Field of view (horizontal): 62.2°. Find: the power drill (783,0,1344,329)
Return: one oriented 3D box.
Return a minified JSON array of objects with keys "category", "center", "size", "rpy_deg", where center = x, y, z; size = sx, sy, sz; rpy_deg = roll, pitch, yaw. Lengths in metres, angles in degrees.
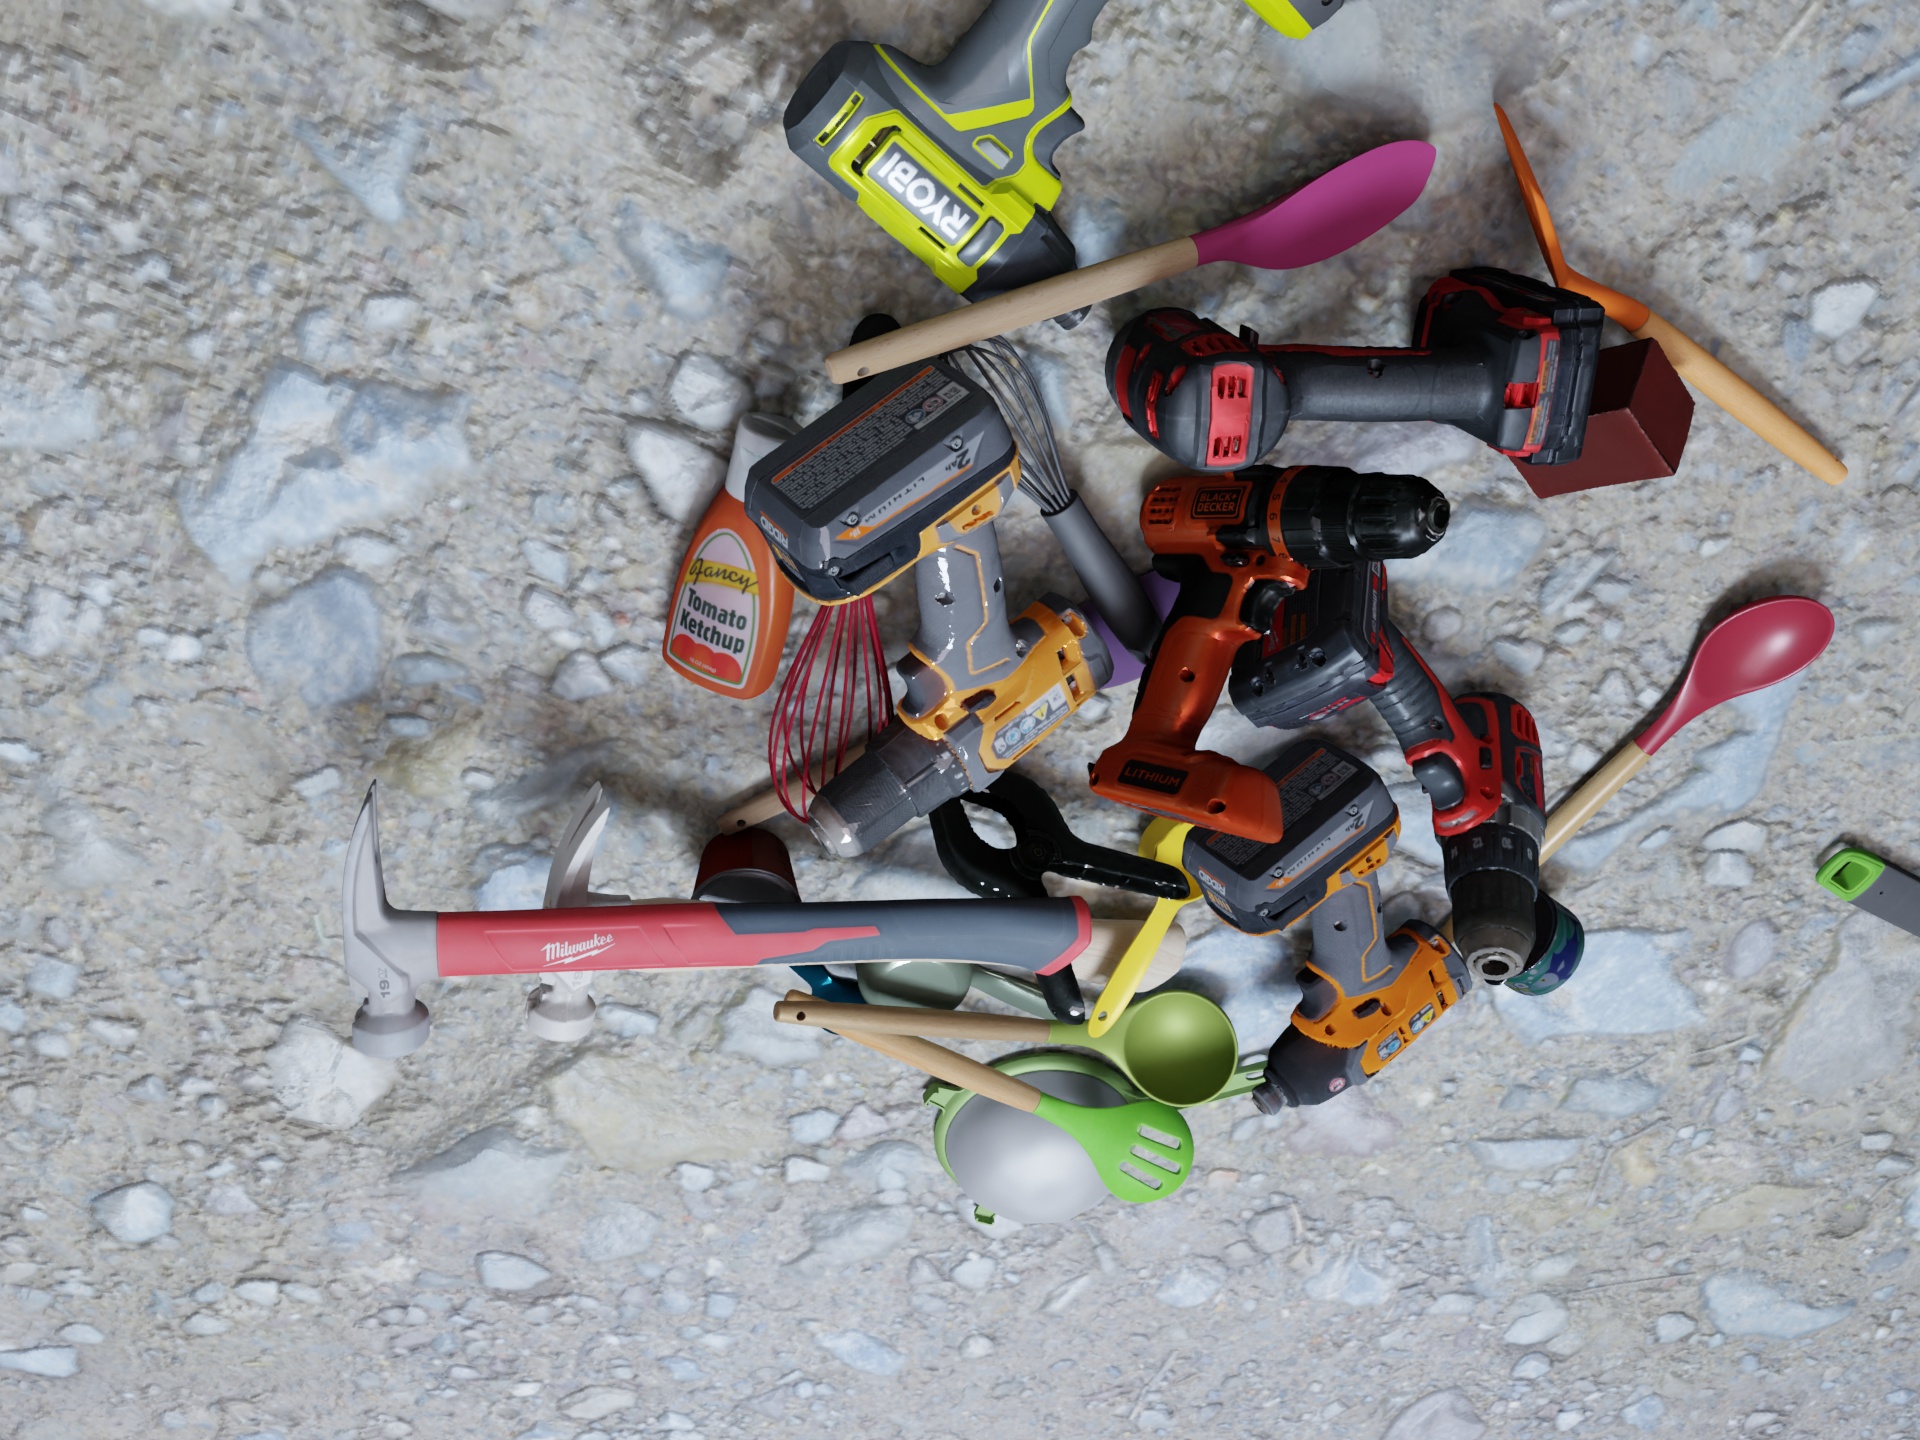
[{"category":"power drill","center":[0.054,-0.292,0.711],"size":[0.171,0.080,0.223],"rpy_deg":[33,117,-31]}]

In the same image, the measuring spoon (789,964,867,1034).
[{"category":"measuring spoon","center":[-0.099,0.163,1.022],"size":[0.042,0.021,0.128],"rpy_deg":[-29,123,11]}]

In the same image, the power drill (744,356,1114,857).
[{"category":"power drill","center":[-0.027,-0.043,0.794],"size":[0.185,0.084,0.226],"rpy_deg":[-38,137,-11]}]

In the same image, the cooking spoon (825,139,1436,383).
[{"category":"cooking spoon","center":[0.085,-0.213,0.746],"size":[0.319,0.017,0.068],"rpy_deg":[-22,156,-13]}]

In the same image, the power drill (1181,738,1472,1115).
[{"category":"power drill","center":[0.222,0.141,0.991],"size":[0.164,0.084,0.226],"rpy_deg":[-37,124,-11]}]

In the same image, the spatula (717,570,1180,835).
[{"category":"spatula","center":[-0.001,-0.003,0.927],"size":[0.316,0.018,0.059],"rpy_deg":[-26,118,8]}]

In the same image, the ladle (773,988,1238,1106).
[{"category":"ladle","center":[0.036,0.199,1.011],"size":[0.320,0.062,0.078],"rpy_deg":[10,93,-26]}]

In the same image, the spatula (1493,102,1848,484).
[{"category":"spatula","center":[0.375,-0.203,0.827],"size":[0.322,0.081,0.041],"rpy_deg":[24,134,-27]}]

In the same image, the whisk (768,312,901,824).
[{"category":"whisk","center":[-0.059,-0.069,0.851],"size":[0.073,0.073,0.295],"rpy_deg":[4,115,-10]}]

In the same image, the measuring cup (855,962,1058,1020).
[{"category":"measuring cup","center":[0.009,0.178,1.036],"size":[0.167,0.038,0.083],"rpy_deg":[24,117,-19]}]

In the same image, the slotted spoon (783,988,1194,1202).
[{"category":"slotted spoon","center":[0.026,0.241,1.034],"size":[0.313,0.031,0.070],"rpy_deg":[27,84,-16]}]

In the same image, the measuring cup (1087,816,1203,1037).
[{"category":"measuring cup","center":[0.114,0.125,0.994],"size":[0.062,0.029,0.156],"rpy_deg":[24,98,-31]}]

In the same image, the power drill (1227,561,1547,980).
[{"category":"power drill","center":[0.248,0.018,0.878],"size":[0.080,0.188,0.226],"rpy_deg":[-29,122,38]}]

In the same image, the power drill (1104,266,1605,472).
[{"category":"power drill","center":[0.181,-0.170,0.774],"size":[0.219,0.143,0.078],"rpy_deg":[-6,116,-11]}]

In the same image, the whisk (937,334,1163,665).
[{"category":"whisk","center":[0.050,-0.113,0.840],"size":[0.055,0.055,0.238],"rpy_deg":[-30,122,12]}]

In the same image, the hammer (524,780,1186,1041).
[{"category":"hammer","center":[-0.040,0.120,0.943],"size":[0.410,0.038,0.146],"rpy_deg":[6,113,-27]}]

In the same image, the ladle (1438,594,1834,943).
[{"category":"ladle","center":[0.413,0.037,1.004],"size":[0.069,0.031,0.315],"rpy_deg":[28,118,-20]}]

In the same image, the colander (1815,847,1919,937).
[{"category":"colander","center":[0.755,0.186,1.107],"size":[0.396,0.095,0.204],"rpy_deg":[23,118,-21]}]

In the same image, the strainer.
[{"category":"strainer","center":[0.109,0.294,1.108],"size":[0.256,0.069,0.151],"rpy_deg":[-16,124,5]}]

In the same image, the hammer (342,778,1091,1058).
[{"category":"hammer","center":[-0.118,0.099,0.835],"size":[0.386,0.038,0.143],"rpy_deg":[0,111,-13]}]
